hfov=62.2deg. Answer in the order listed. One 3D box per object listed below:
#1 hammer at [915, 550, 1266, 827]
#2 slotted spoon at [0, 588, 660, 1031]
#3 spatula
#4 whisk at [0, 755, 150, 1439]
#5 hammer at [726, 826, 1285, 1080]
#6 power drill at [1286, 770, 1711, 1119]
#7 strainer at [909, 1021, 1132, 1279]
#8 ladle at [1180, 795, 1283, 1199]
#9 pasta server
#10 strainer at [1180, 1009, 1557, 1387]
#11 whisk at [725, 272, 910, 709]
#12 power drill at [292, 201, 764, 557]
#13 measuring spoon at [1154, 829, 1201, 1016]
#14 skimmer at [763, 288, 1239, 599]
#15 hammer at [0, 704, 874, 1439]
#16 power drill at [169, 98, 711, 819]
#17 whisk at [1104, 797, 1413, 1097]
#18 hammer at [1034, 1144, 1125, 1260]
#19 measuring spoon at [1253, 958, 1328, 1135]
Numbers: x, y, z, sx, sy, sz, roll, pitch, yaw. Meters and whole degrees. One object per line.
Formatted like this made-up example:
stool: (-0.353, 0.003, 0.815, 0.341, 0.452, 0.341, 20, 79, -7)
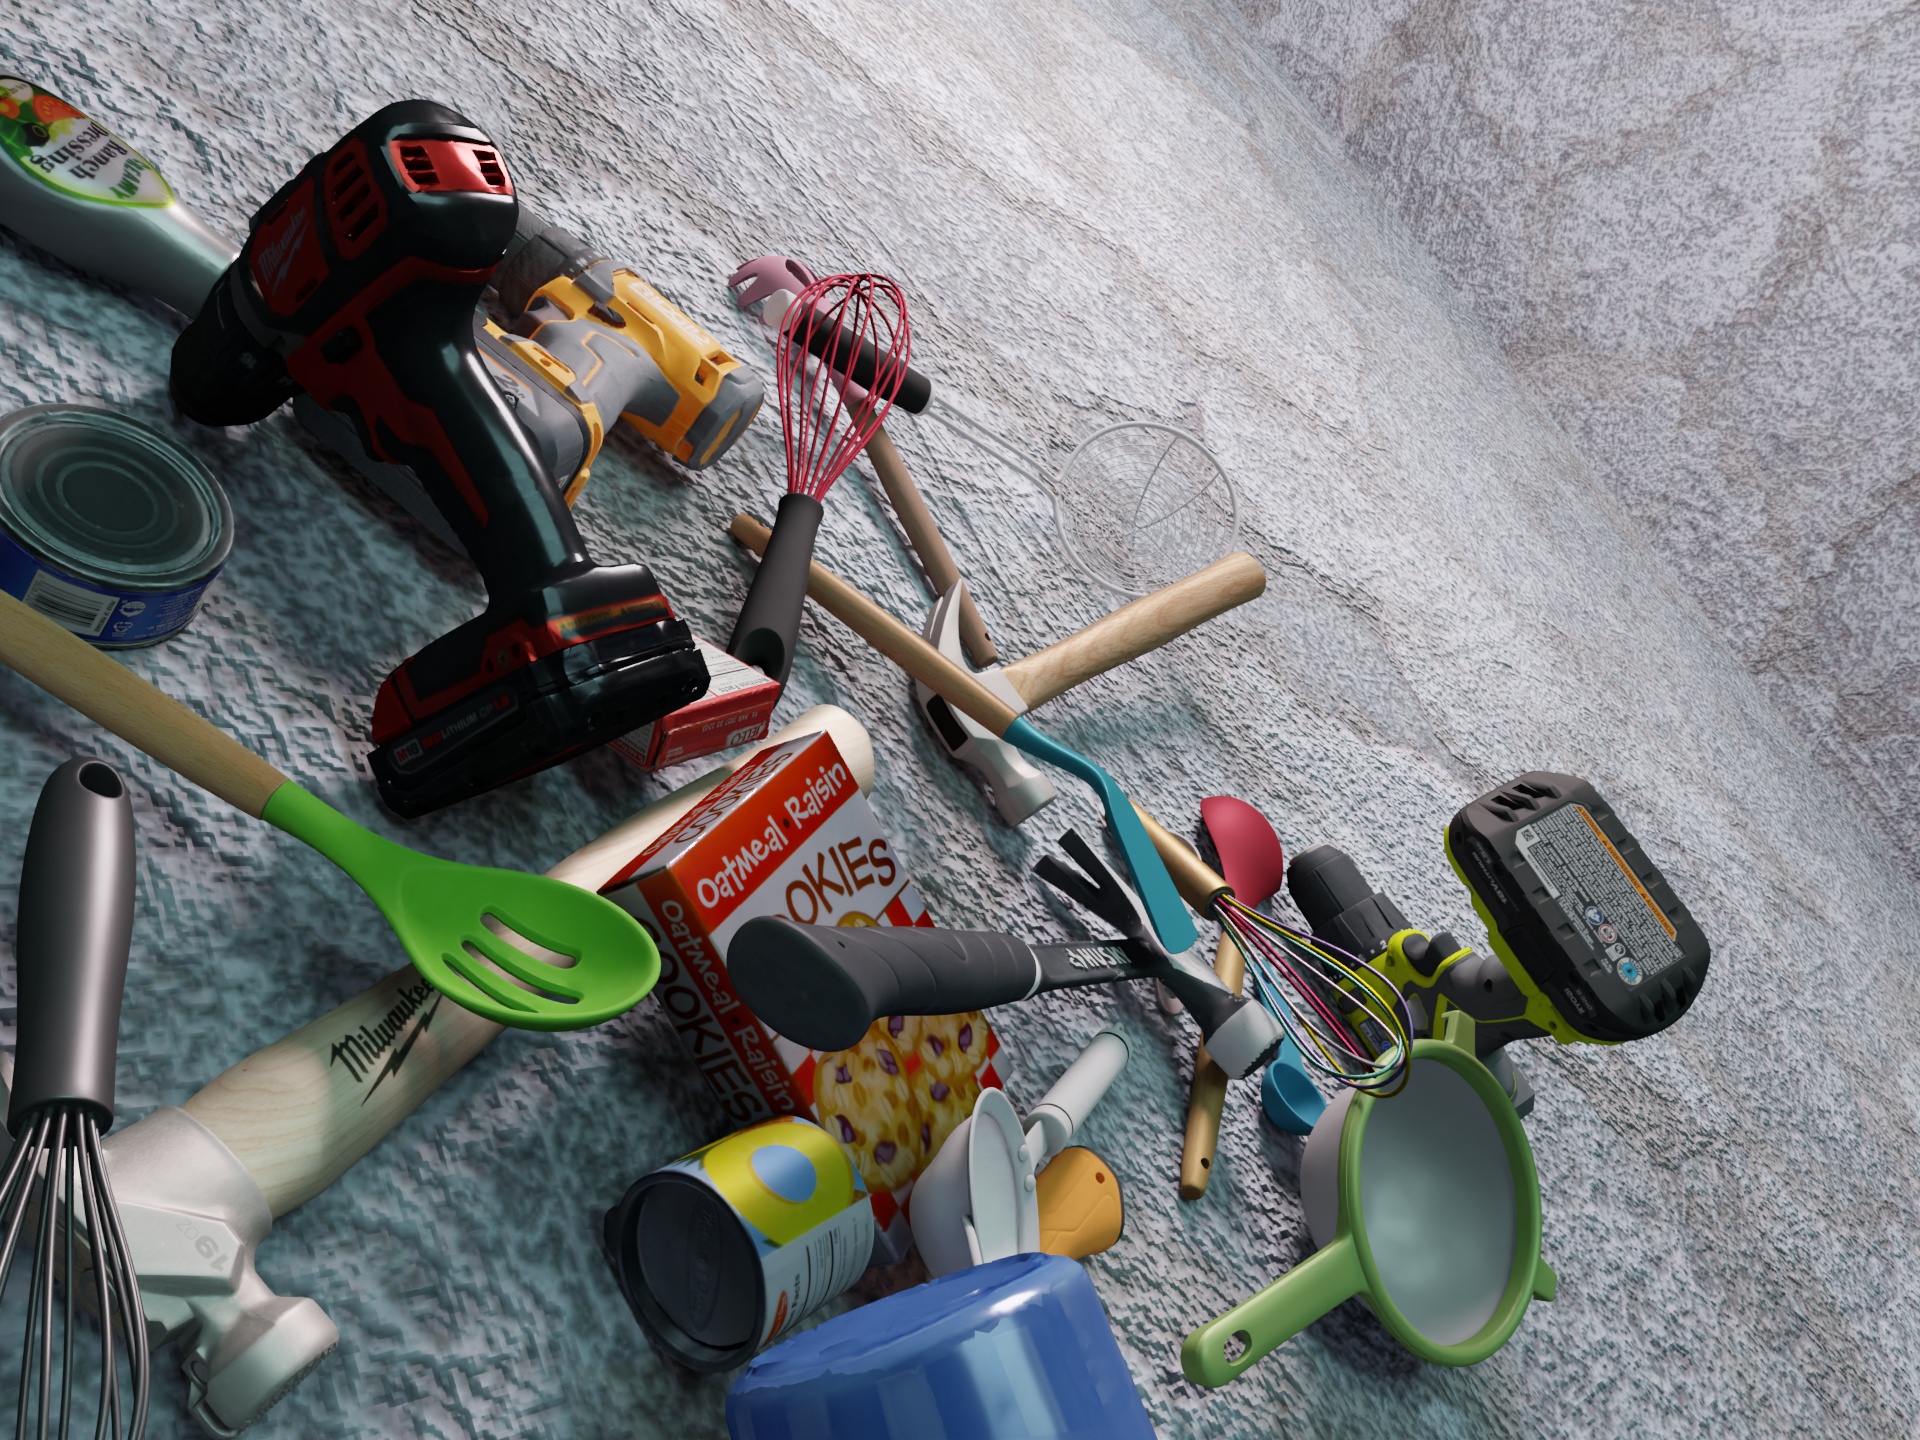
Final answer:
hammer: (0.091, -0.050, 0.947, 0.331, 0.031, 0.130, -27, 79, -48)
slotted spoon: (-0.236, 0.011, 0.500, 0.314, 0.031, 0.070, 32, 28, -1)
spatula: (-0.001, -0.003, 0.792, 0.318, 0.044, 0.082, 38, 11, 15)
whisk: (-0.222, 0.096, 0.386, 0.055, 0.055, 0.239, 19, 34, -37)
hammer: (0.026, 0.094, 0.637, 0.149, 0.036, 0.408, 46, 12, 22)
power drill: (0.271, 0.121, 0.859, 0.080, 0.228, 0.191, -23, 71, -24)
strainer: (0.030, 0.165, 0.624, 0.258, 0.050, 0.087, -21, 101, -68)
ladle: (0.144, 0.135, 0.864, 0.069, 0.031, 0.316, 41, 34, -12)
pasta server: (-0.055, -0.164, 0.960, 0.060, 0.040, 0.316, -3, 61, -51)
strainer: (0.177, 0.247, 0.751, 0.256, 0.069, 0.151, -15, 86, -39)
whisk: (-0.078, -0.123, 0.809, 0.073, 0.073, 0.296, 29, 53, -27)
power drill: (-0.208, -0.176, 0.742, 0.185, 0.084, 0.226, 40, 28, -1)
measuring spoon: (0.113, 0.111, 0.867, 0.034, 0.018, 0.124, 21, 44, -12)
skimmer: (0.038, -0.180, 0.992, 0.363, 0.090, 0.127, 24, 72, -43)
hammer: (-0.150, 0.065, 0.582, 0.146, 0.038, 0.411, 47, 31, 3)
power drill: (-0.205, -0.084, 0.586, 0.080, 0.188, 0.226, -24, 92, -53)
whisk: (0.142, 0.108, 0.804, 0.245, 0.051, 0.047, 44, -16, 51)
hammer: (-0.027, 0.234, 0.542, 0.127, 0.034, 0.337, 52, 32, 6)
measuring spoon: (0.169, 0.177, 0.861, 0.042, 0.021, 0.129, 34, 25, -19)
